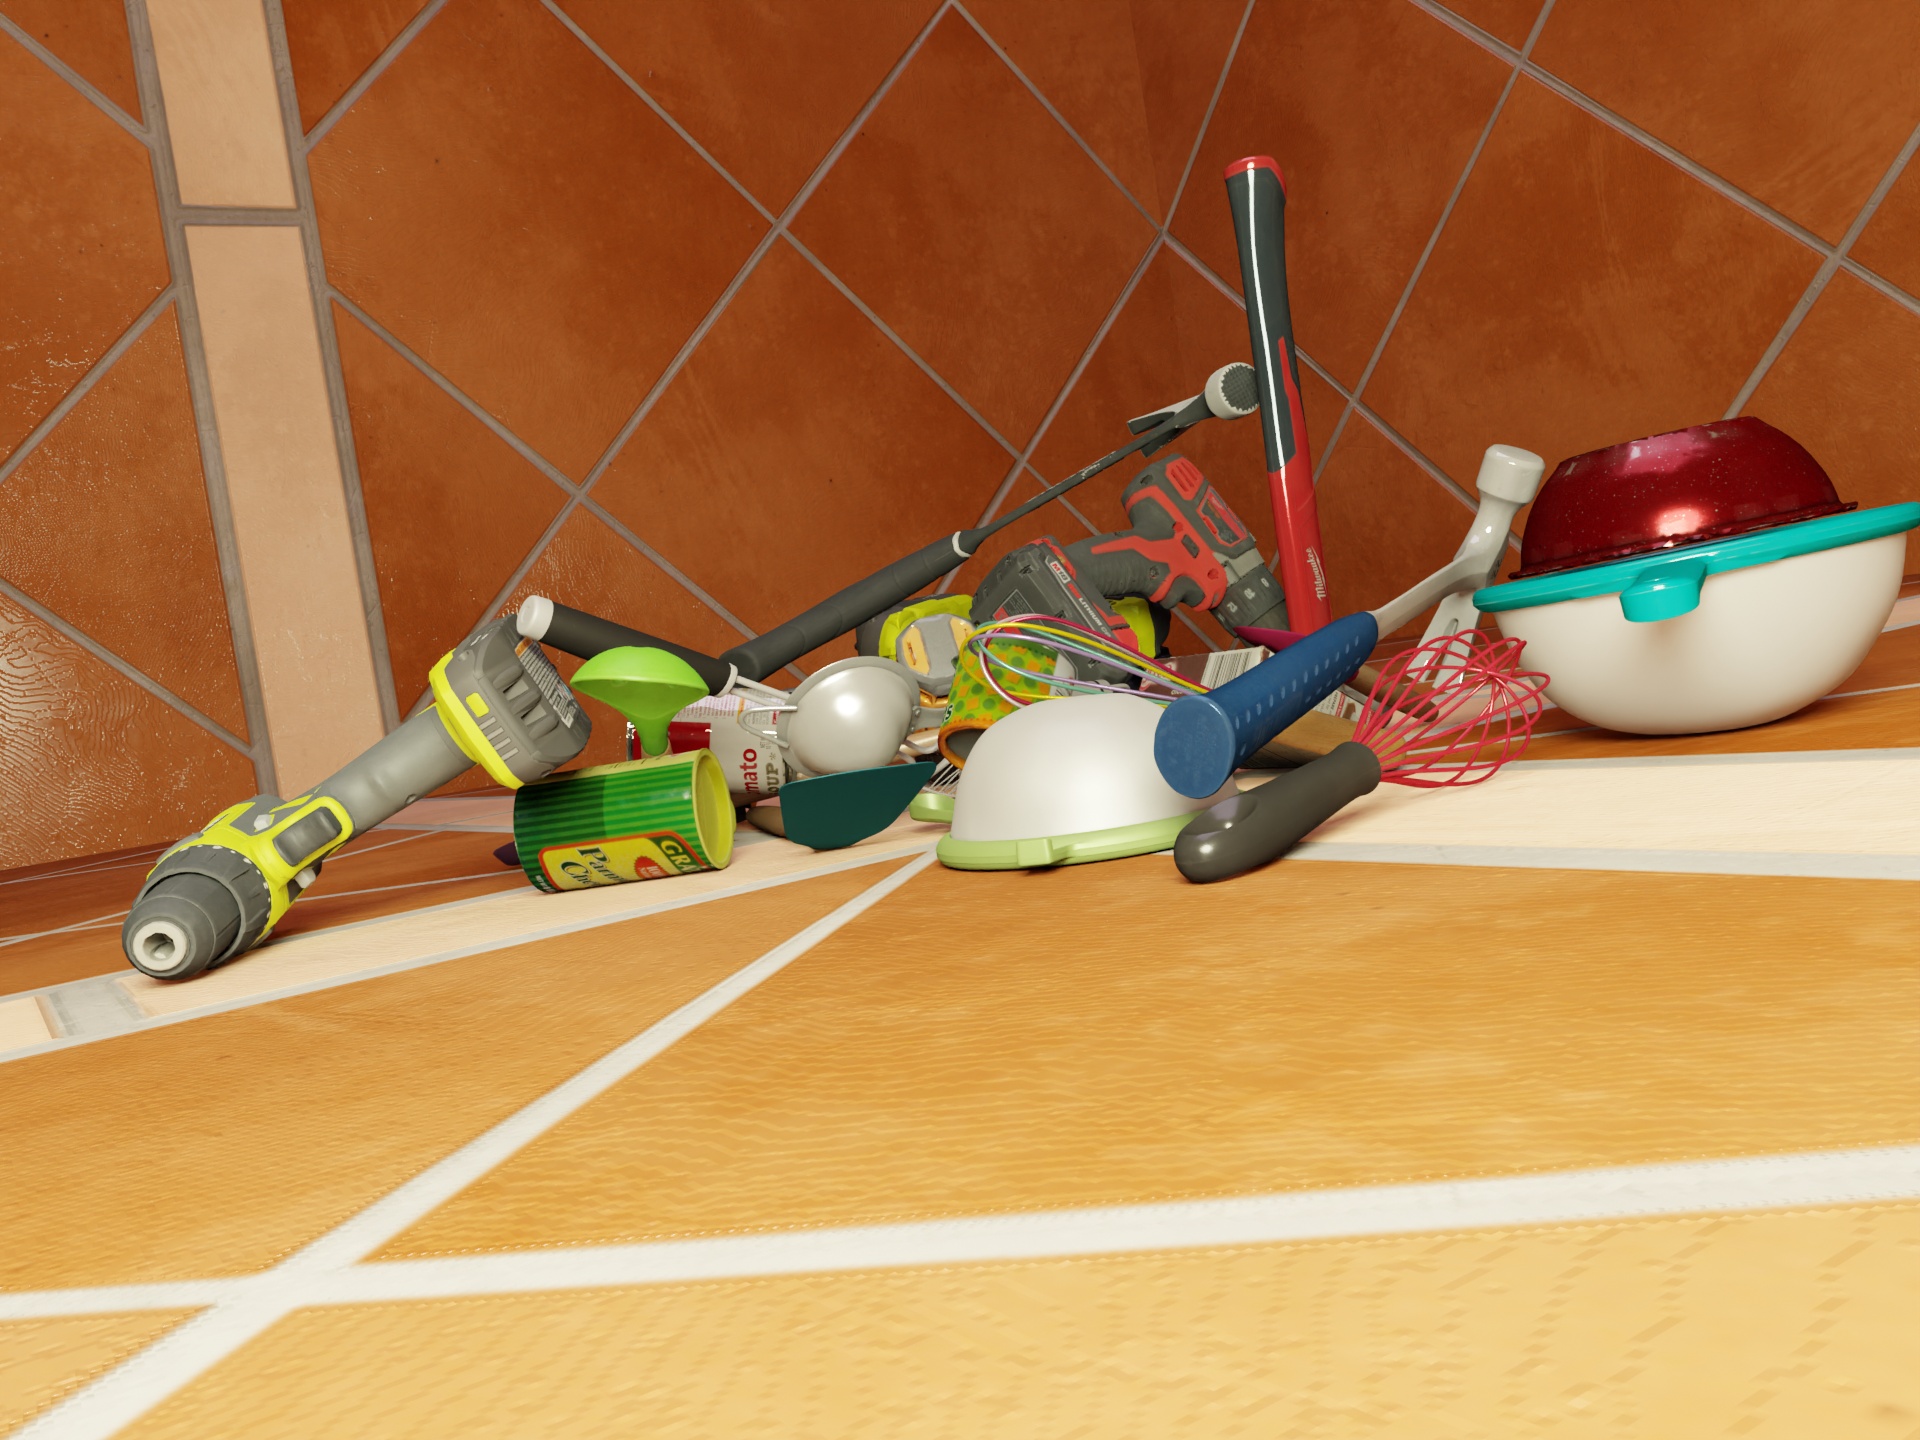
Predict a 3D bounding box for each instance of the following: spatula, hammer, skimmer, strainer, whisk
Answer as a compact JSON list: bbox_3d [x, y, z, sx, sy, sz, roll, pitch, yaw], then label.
[{"bbox_3d":[-0.157,0.051,1.070,0.316,0.018,0.059,-15,-19,-5],"label":"spatula"},{"bbox_3d":[0.015,-0.130,1.091,0.409,0.036,0.149,-31,7,-15],"label":"hammer"},{"bbox_3d":[0.205,-0.174,1.043,0.143,0.386,0.038,-11,3,-40],"label":"hammer"},{"bbox_3d":[-0.094,0.051,0.943,0.082,0.044,0.317,-8,1,-18],"label":"spatula"},{"bbox_3d":[-0.094,-0.026,0.943,0.363,0.090,0.127,20,-53,-36],"label":"skimmer"},{"bbox_3d":[0.348,-0.034,0.753,0.211,0.095,0.340,-11,3,28],"label":"strainer"},{"bbox_3d":[0.034,0.023,0.783,0.151,0.069,0.256,-10,4,-28],"label":"strainer"},{"bbox_3d":[-0.001,-0.003,0.918,0.258,0.086,0.050,-8,42,-33],"label":"strainer"},{"bbox_3d":[0.199,-0.038,0.780,0.035,0.144,0.405,25,28,26],"label":"hammer"},{"bbox_3d":[0.116,-0.010,0.816,0.245,0.047,0.051,14,20,-13],"label":"whisk"},{"bbox_3d":[0.175,0.016,0.674,0.073,0.073,0.296,-7,10,42],"label":"whisk"}]

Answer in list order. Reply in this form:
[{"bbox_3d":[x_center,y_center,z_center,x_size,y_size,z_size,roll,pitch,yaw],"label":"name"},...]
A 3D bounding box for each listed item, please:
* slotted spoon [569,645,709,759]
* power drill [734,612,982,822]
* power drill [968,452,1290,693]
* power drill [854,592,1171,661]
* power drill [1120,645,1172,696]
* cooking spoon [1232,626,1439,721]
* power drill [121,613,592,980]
[{"bbox_3d":[-0.177,0.022,0.919,0.070,0.031,0.313,3,-21,-6],"label":"slotted spoon"},{"bbox_3d":[-0.091,0.010,1.146,0.226,0.084,0.185,-13,-28,-7],"label":"power drill"},{"bbox_3d":[0.138,-0.076,1.110,0.227,0.188,0.080,-31,-9,-38],"label":"power drill"},{"bbox_3d":[0.044,-0.061,1.248,0.223,0.080,0.171,-1,14,37],"label":"power drill"},{"bbox_3d":[0.071,-0.003,1.317,0.219,0.078,0.143,-15,6,-43],"label":"power drill"},{"bbox_3d":[0.244,-0.026,0.968,0.069,0.017,0.318,10,-2,32],"label":"cooking spoon"},{"bbox_3d":[-0.308,0.043,0.810,0.228,0.080,0.191,-33,13,-4],"label":"power drill"}]
